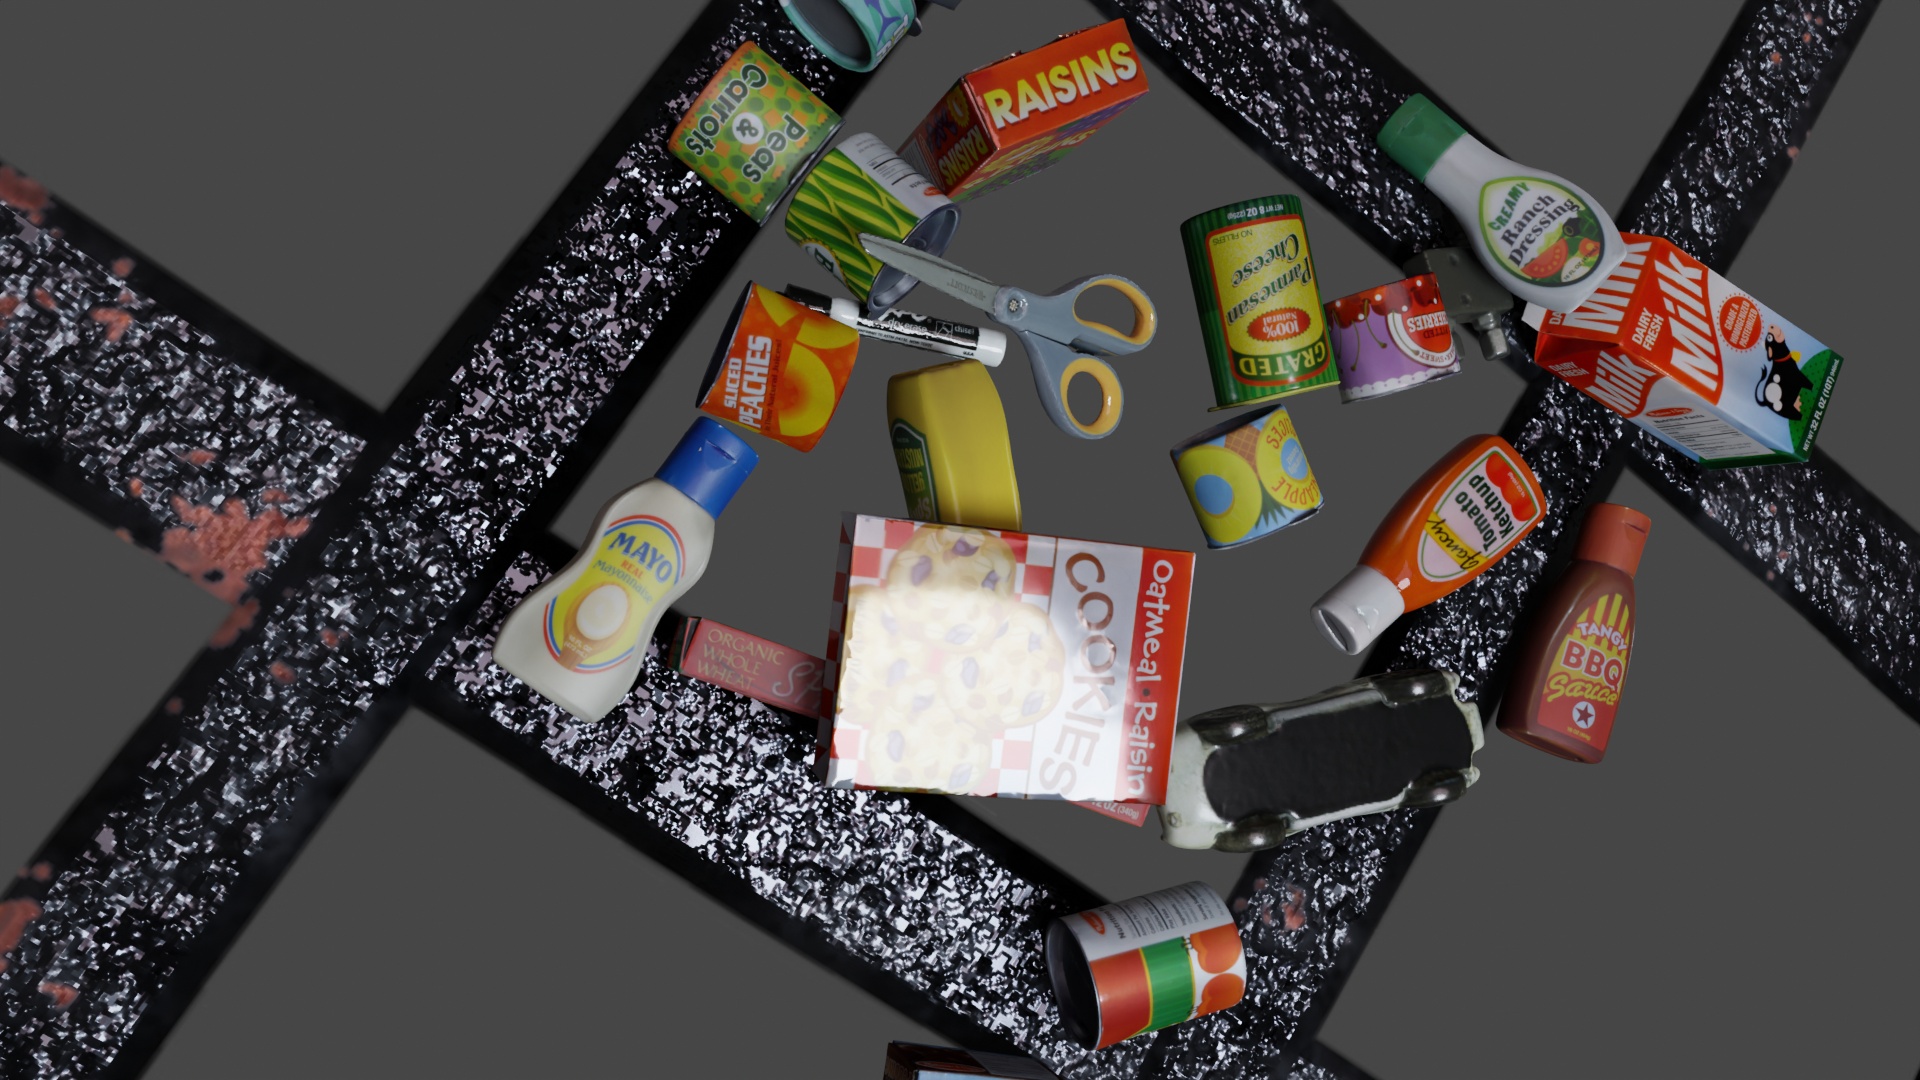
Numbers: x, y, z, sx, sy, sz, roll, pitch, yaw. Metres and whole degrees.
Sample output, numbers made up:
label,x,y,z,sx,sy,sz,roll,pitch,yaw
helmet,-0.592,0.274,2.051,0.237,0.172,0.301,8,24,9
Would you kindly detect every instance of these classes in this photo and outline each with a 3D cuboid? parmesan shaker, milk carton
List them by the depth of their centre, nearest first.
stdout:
label,x,y,z,sx,sy,sz,roll,pitch,yaw
parmesan shaker,0.157,-0.126,0.745,0.071,0.071,0.103,-13,92,-18
milk carton,0.416,-0.117,0.824,0.190,0.073,0.072,26,81,-15

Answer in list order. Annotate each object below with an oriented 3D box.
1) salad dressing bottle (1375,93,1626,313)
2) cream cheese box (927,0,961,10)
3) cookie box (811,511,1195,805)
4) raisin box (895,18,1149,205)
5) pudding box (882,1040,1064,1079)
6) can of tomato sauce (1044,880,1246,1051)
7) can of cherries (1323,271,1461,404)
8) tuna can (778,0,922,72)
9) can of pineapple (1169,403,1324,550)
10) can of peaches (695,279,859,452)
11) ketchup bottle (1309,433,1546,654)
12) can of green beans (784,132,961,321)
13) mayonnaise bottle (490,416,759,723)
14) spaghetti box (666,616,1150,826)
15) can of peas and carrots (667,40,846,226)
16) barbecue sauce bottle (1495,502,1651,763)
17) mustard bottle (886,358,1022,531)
label,x,y,z,sx,sy,sz,roll,pitch,yaw
salad dressing bottle,0.300,-0.191,0.780,0.148,0.044,0.064,45,106,14
cream cheese box,-0.039,-0.303,0.695,0.104,0.053,0.024,16,82,-17
cookie box,0.022,0.056,0.651,0.168,0.040,0.123,6,91,-17
raisin box,0.026,-0.203,0.675,0.086,0.123,0.040,-25,96,-16
pudding box,0.006,0.273,0.689,0.084,0.049,0.030,13,83,-18
can of tomato sauce,0.094,0.218,0.711,0.083,0.071,0.071,-10,91,-18
can of cherries,0.239,-0.112,0.767,0.072,0.071,0.058,-16,93,-18
tuna can,-0.055,-0.264,0.682,0.071,0.071,0.033,40,78,-13
can of pineapple,0.153,-0.035,0.738,0.071,0.071,0.058,-26,96,-17
can of peaches,-0.087,-0.081,0.662,0.058,0.071,0.071,23,82,-17
ketchup bottle,0.261,0.005,0.785,0.149,0.043,0.064,-38,100,-15
can of green beans,-0.043,-0.154,0.674,0.058,0.071,0.071,42,76,8
mayonnaise bottle,-0.152,0.010,0.653,0.065,0.041,0.148,37,78,-12
spaghetti box,-0.022,0.090,0.687,0.250,0.050,0.029,21,81,-16
can of peas and carrots,-0.098,-0.194,0.663,0.058,0.071,0.071,38,78,-12
barbecue sauce bottle,0.366,0.052,0.817,0.065,0.043,0.148,24,81,-15
mustard bottle,0.002,-0.009,0.693,0.049,0.065,0.160,-14,97,-21
